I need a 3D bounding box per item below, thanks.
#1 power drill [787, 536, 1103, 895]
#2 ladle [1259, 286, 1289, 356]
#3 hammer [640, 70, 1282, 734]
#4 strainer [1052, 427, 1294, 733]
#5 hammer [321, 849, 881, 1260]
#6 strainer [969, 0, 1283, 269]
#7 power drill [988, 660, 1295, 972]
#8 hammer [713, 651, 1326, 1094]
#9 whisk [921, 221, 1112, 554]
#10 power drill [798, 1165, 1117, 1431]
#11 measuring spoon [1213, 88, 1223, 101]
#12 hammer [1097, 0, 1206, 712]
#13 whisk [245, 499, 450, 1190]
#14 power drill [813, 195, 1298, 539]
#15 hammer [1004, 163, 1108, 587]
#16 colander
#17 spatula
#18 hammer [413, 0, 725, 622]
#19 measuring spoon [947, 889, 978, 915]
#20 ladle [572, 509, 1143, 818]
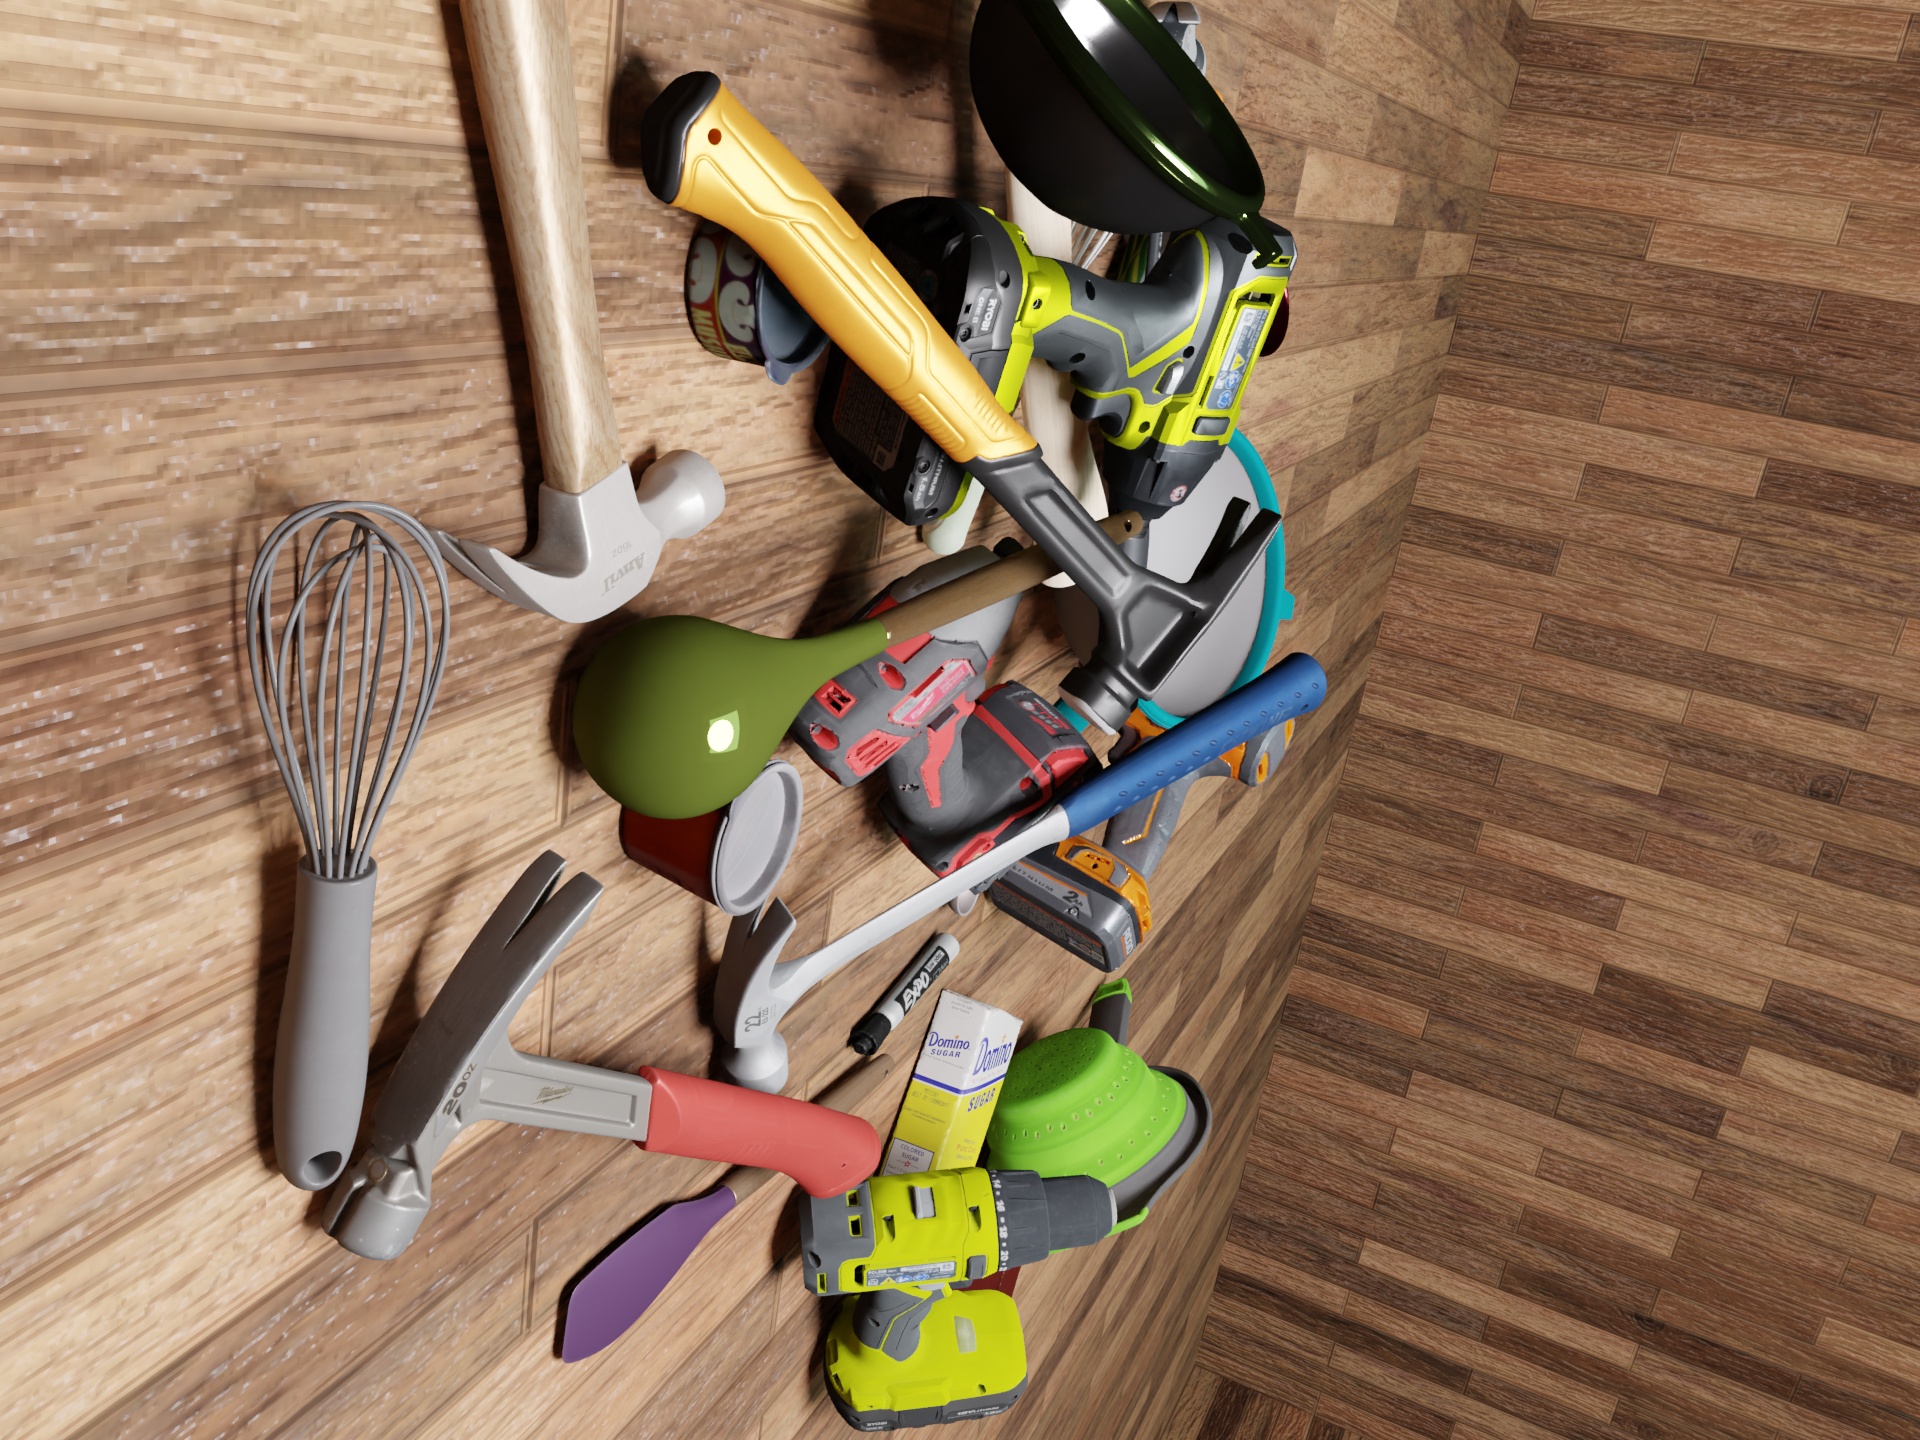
[{"bbox_3d":[-0.001,-0.003,0.827,0.143,0.079,0.219,-44,152,-5],"label":"power drill"},{"bbox_3d":[0.133,-0.279,0.856,0.315,0.031,0.069,28,70,-66],"label":"ladle"},{"bbox_3d":[0.007,-0.127,0.630,0.127,0.034,0.336,-51,130,-2],"label":"hammer"},{"bbox_3d":[0.092,-0.061,1.051,0.340,0.095,0.210,-47,127,-32],"label":"strainer"},{"bbox_3d":[-0.115,0.166,0.699,0.149,0.037,0.358,-59,153,-5],"label":"hammer"},{"bbox_3d":[0.014,-0.263,0.619,0.256,0.069,0.152,22,42,-38],"label":"strainer"},{"bbox_3d":[0.111,0.047,1.132,0.226,0.164,0.084,-51,153,-20],"label":"power drill"},{"bbox_3d":[0.046,0.056,0.847,0.405,0.035,0.144,-28,145,-27],"label":"hammer"},{"bbox_3d":[0.032,-0.204,0.857,0.059,0.058,0.246,22,89,-35],"label":"whisk"},{"bbox_3d":[-0.005,0.361,1.013,0.080,0.190,0.228,-102,-169,-46],"label":"power drill"},{"bbox_3d":[0.144,-0.339,0.920,0.117,0.011,0.021,-74,167,-48],"label":"measuring spoon"},{"bbox_3d":[0.107,-0.206,0.927,0.149,0.036,0.409,-34,129,-80],"label":"hammer"},{"bbox_3d":[-0.190,0.046,0.478,0.055,0.055,0.238,-33,140,-60],"label":"whisk"},{"bbox_3d":[0.050,-0.159,0.748,0.223,0.080,0.171,-9,129,-40],"label":"power drill"},{"bbox_3d":[0.032,-0.231,0.767,0.146,0.038,0.410,-40,141,-31],"label":"hammer"},{"bbox_3d":[0.101,0.286,1.341,0.094,0.204,0.397,64,16,-12],"label":"colander"},{"bbox_3d":[-0.114,0.250,0.865,0.316,0.018,0.059,-27,131,-61],"label":"spatula"},{"bbox_3d":[-0.130,-0.176,0.477,0.130,0.031,0.331,-51,150,-46],"label":"hammer"},{"bbox_3d":[-0.010,0.081,1.018,0.034,0.018,0.124,-59,149,-33],"label":"measuring spoon"},{"bbox_3d":[-0.027,-0.043,0.687,0.320,0.062,0.078,-27,101,-43],"label":"ladle"}]
